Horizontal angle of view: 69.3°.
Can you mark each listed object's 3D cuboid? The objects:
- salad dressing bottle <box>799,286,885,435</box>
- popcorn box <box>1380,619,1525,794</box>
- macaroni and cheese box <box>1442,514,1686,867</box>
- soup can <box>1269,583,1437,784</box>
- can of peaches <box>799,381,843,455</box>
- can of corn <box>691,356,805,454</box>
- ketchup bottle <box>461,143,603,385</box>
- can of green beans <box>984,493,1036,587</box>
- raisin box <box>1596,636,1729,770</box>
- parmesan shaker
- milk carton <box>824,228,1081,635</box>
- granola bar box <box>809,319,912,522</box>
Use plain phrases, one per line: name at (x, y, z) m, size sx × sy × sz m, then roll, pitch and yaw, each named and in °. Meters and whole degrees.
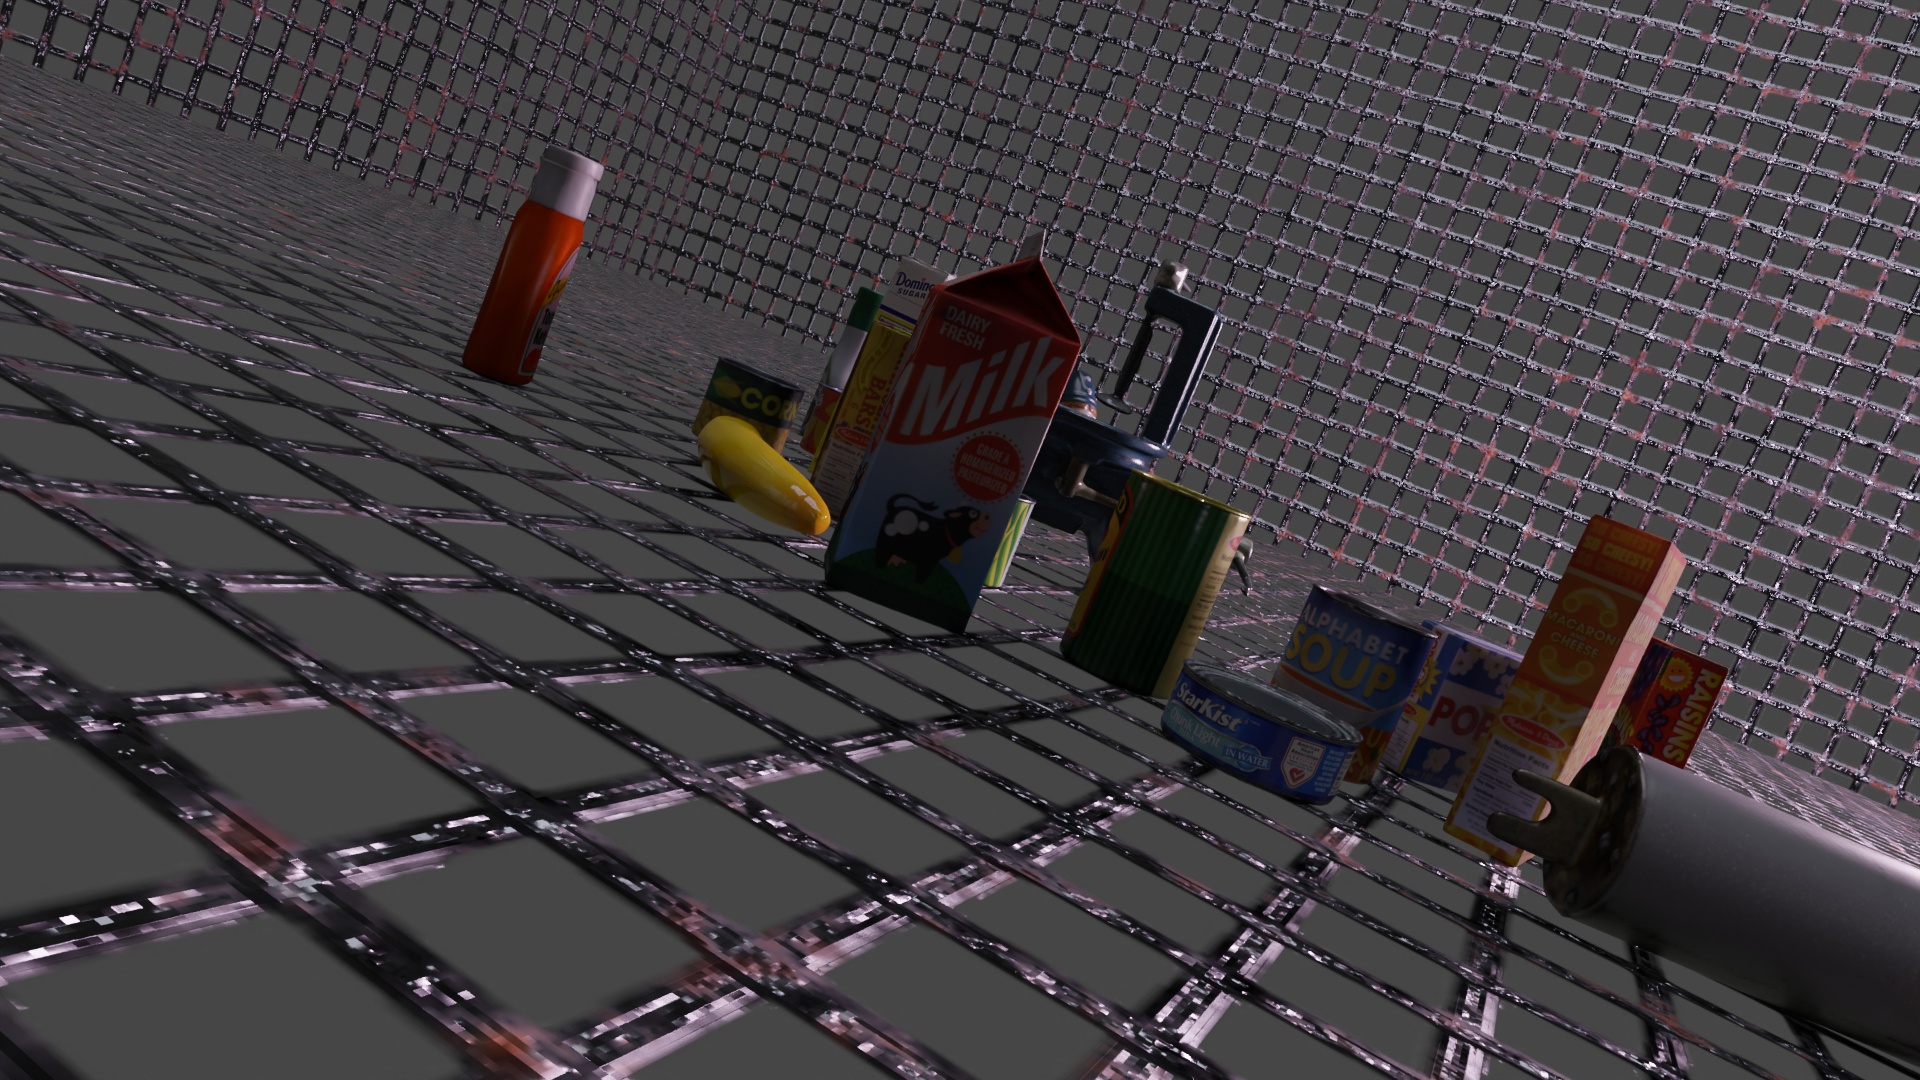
salad dressing bottle at (-0.102, -0.159, 1.278) m, size 0.044 × 0.147 × 0.064 m, roll 21°, pitch 7°, yaw -9°
popcorn box at (0.303, 0.104, 0.795) m, size 0.127 × 0.085 × 0.038 m, roll 19°, pitch 7°, yaw -23°
macaroni and cheese box at (0.304, 0.074, 0.694) m, size 0.040 × 0.166 × 0.124 m, roll 26°, pitch 8°, yaw 30°
soup can at (0.193, 0.072, 0.705) m, size 0.071 × 0.083 × 0.071 m, roll 22°, pitch 7°, yaw -3°
can of peaches at (-0.098, -0.094, 1.170) m, size 0.071 × 0.058 × 0.071 m, roll 22°, pitch 7°, yaw -3°
can of corn at (-0.150, -0.092, 0.993) m, size 0.071 × 0.058 × 0.071 m, roll 22°, pitch 7°, yaw -3°
ketchup bottle at (-0.269, -0.174, 0.878) m, size 0.043 × 0.148 × 0.065 m, roll 21°, pitch 7°, yaw -10°
can of green beans at (0.005, -0.010, 0.854) m, size 0.071 × 0.057 × 0.071 m, roll 22°, pitch 7°, yaw -3°
raisin box at (0.449, 0.127, 0.915) m, size 0.040 × 0.123 × 0.086 m, roll 24°, pitch 7°, yaw 11°
parmesan shaker at (0.098, 0.022, 0.714) m, size 0.071 × 0.103 × 0.071 m, roll 22°, pitch 7°, yaw -3°
milk carton at (0.001, -0.060, 0.676) m, size 0.073 × 0.190 × 0.072 m, roll 21°, pitch 7°, yaw -9°
granola bar box at (-0.047, -0.076, 0.921) m, size 0.039 × 0.124 × 0.166 m, roll 23°, pitch 7°, yaw 7°
